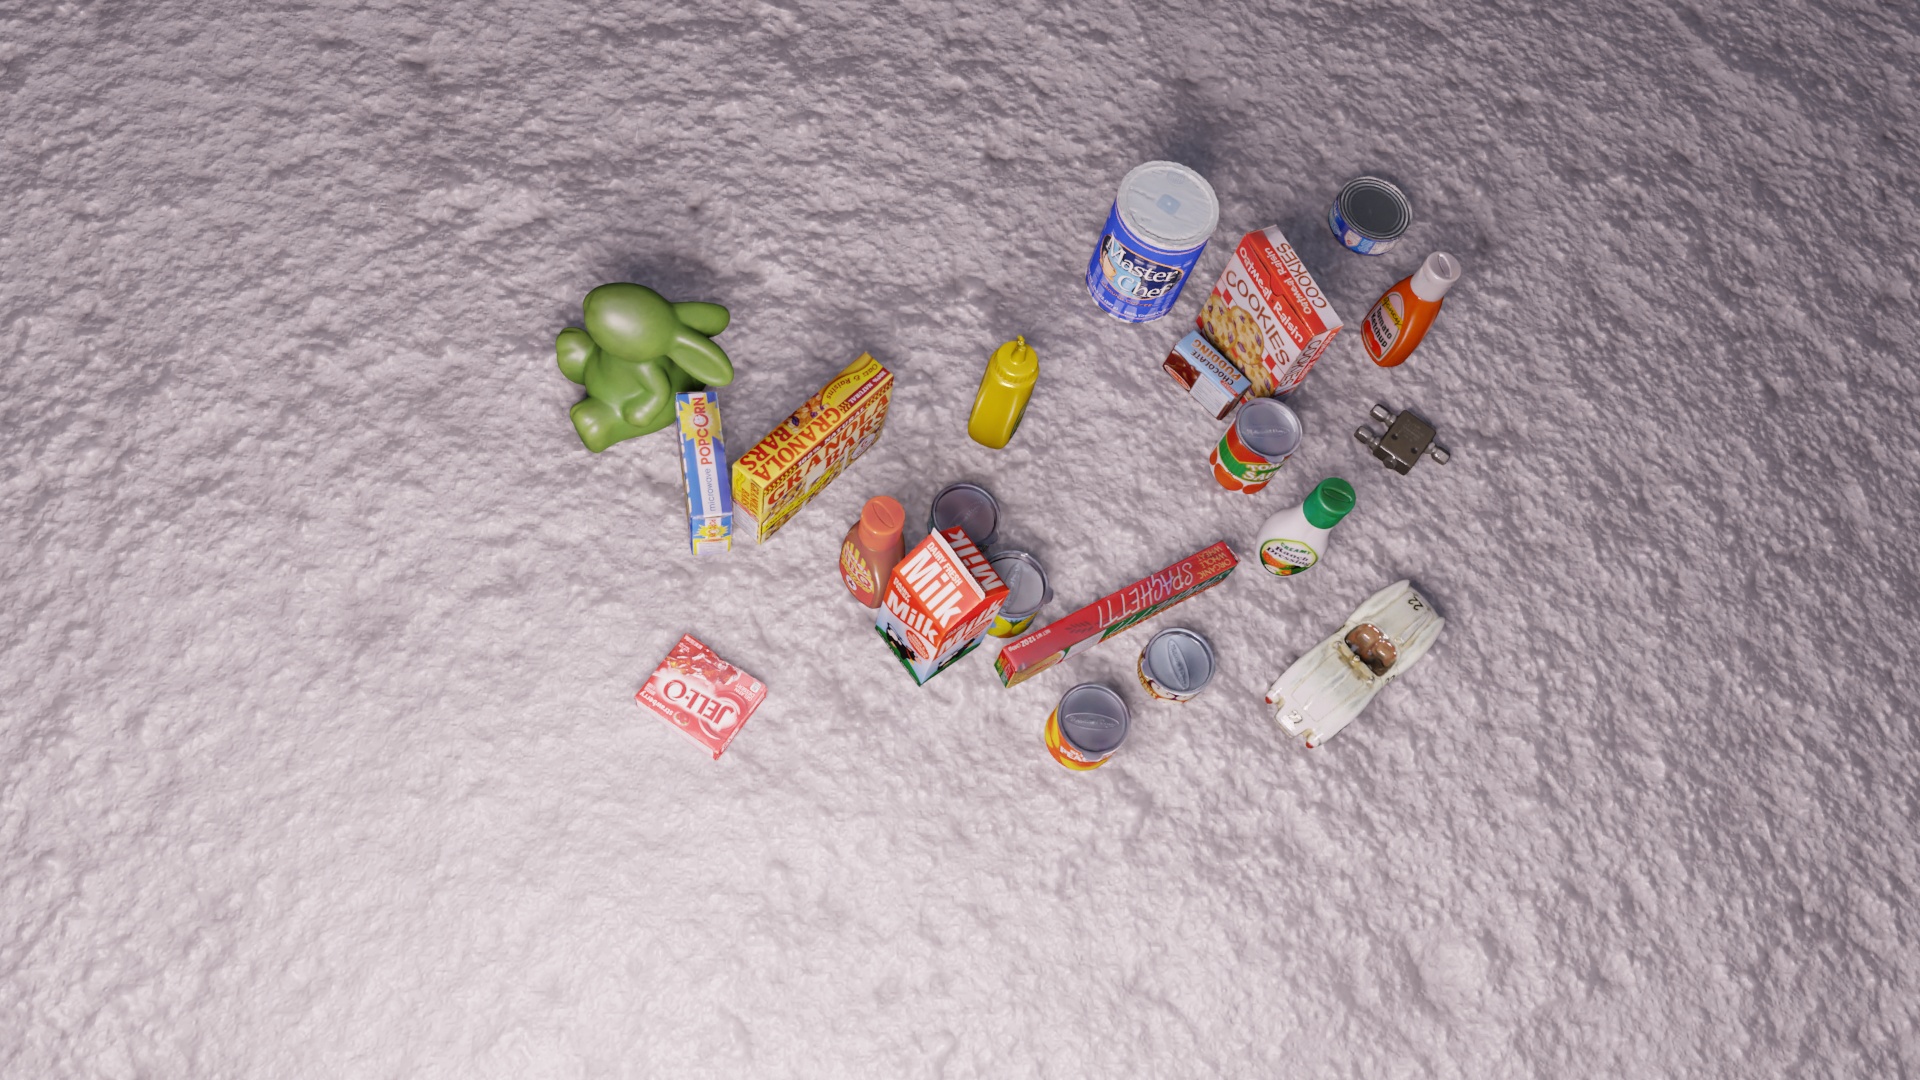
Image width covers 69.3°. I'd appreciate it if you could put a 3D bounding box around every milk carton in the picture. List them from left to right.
[{"bbox_3d":[-0.016,0.052,1.185,0.074,0.189,0.072,-33,76,-21],"label":"milk carton"}]

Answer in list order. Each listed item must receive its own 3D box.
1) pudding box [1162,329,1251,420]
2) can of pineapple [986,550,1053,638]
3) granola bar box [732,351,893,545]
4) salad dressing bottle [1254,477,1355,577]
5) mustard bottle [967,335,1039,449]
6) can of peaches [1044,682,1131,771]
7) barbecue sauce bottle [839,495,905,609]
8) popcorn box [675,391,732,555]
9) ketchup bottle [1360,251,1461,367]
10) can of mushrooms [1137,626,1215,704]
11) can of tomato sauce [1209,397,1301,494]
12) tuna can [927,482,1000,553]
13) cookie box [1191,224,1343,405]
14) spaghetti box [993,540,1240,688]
[{"bbox_3d":[0.249,-0.167,1.406,0.030,0.049,0.084,-40,78,-22],"label":"pudding box"},{"bbox_3d":[0.044,0.051,1.269,0.071,0.057,0.071,4,66,-8],"label":"can of pineapple"},{"bbox_3d":[-0.134,-0.082,1.261,0.039,0.123,0.166,42,66,9],"label":"granola bar box"},{"bbox_3d":[0.322,-0.012,1.295,0.064,0.147,0.044,22,65,0],"label":"salad dressing bottle"},{"bbox_3d":[0.044,-0.144,1.299,0.049,0.159,0.065,23,65,1],"label":"mustard bottle"},{"bbox_3d":[0.111,0.168,1.228,0.071,0.057,0.071,4,66,-8],"label":"can of peaches"},{"bbox_3d":[-0.075,0.007,1.218,0.044,0.148,0.065,-31,75,-20],"label":"barbecue sauce bottle"},{"bbox_3d":[-0.232,-0.060,1.256,0.038,0.085,0.127,-6,68,-12],"label":"popcorn box"},{"bbox_3d":[0.461,-0.239,1.420,0.043,0.148,0.065,-9,69,-13],"label":"ketchup bottle"},{"bbox_3d":[0.196,0.116,1.279,0.071,0.033,0.071,4,66,-8],"label":"can of mushrooms"},{"bbox_3d":[0.288,-0.089,1.360,0.071,0.082,0.071,4,66,-8],"label":"can of tomato sauce"},{"bbox_3d":[0.005,-0.016,1.306,0.071,0.032,0.071,4,66,-8],"label":"tuna can"},{"bbox_3d":[0.298,-0.211,1.369,0.040,0.166,0.123,-23,72,-18],"label":"cookie box"},{"bbox_3d":[0.146,0.067,1.283,0.251,0.050,0.029,-24,73,-19],"label":"spaghetti box"}]
